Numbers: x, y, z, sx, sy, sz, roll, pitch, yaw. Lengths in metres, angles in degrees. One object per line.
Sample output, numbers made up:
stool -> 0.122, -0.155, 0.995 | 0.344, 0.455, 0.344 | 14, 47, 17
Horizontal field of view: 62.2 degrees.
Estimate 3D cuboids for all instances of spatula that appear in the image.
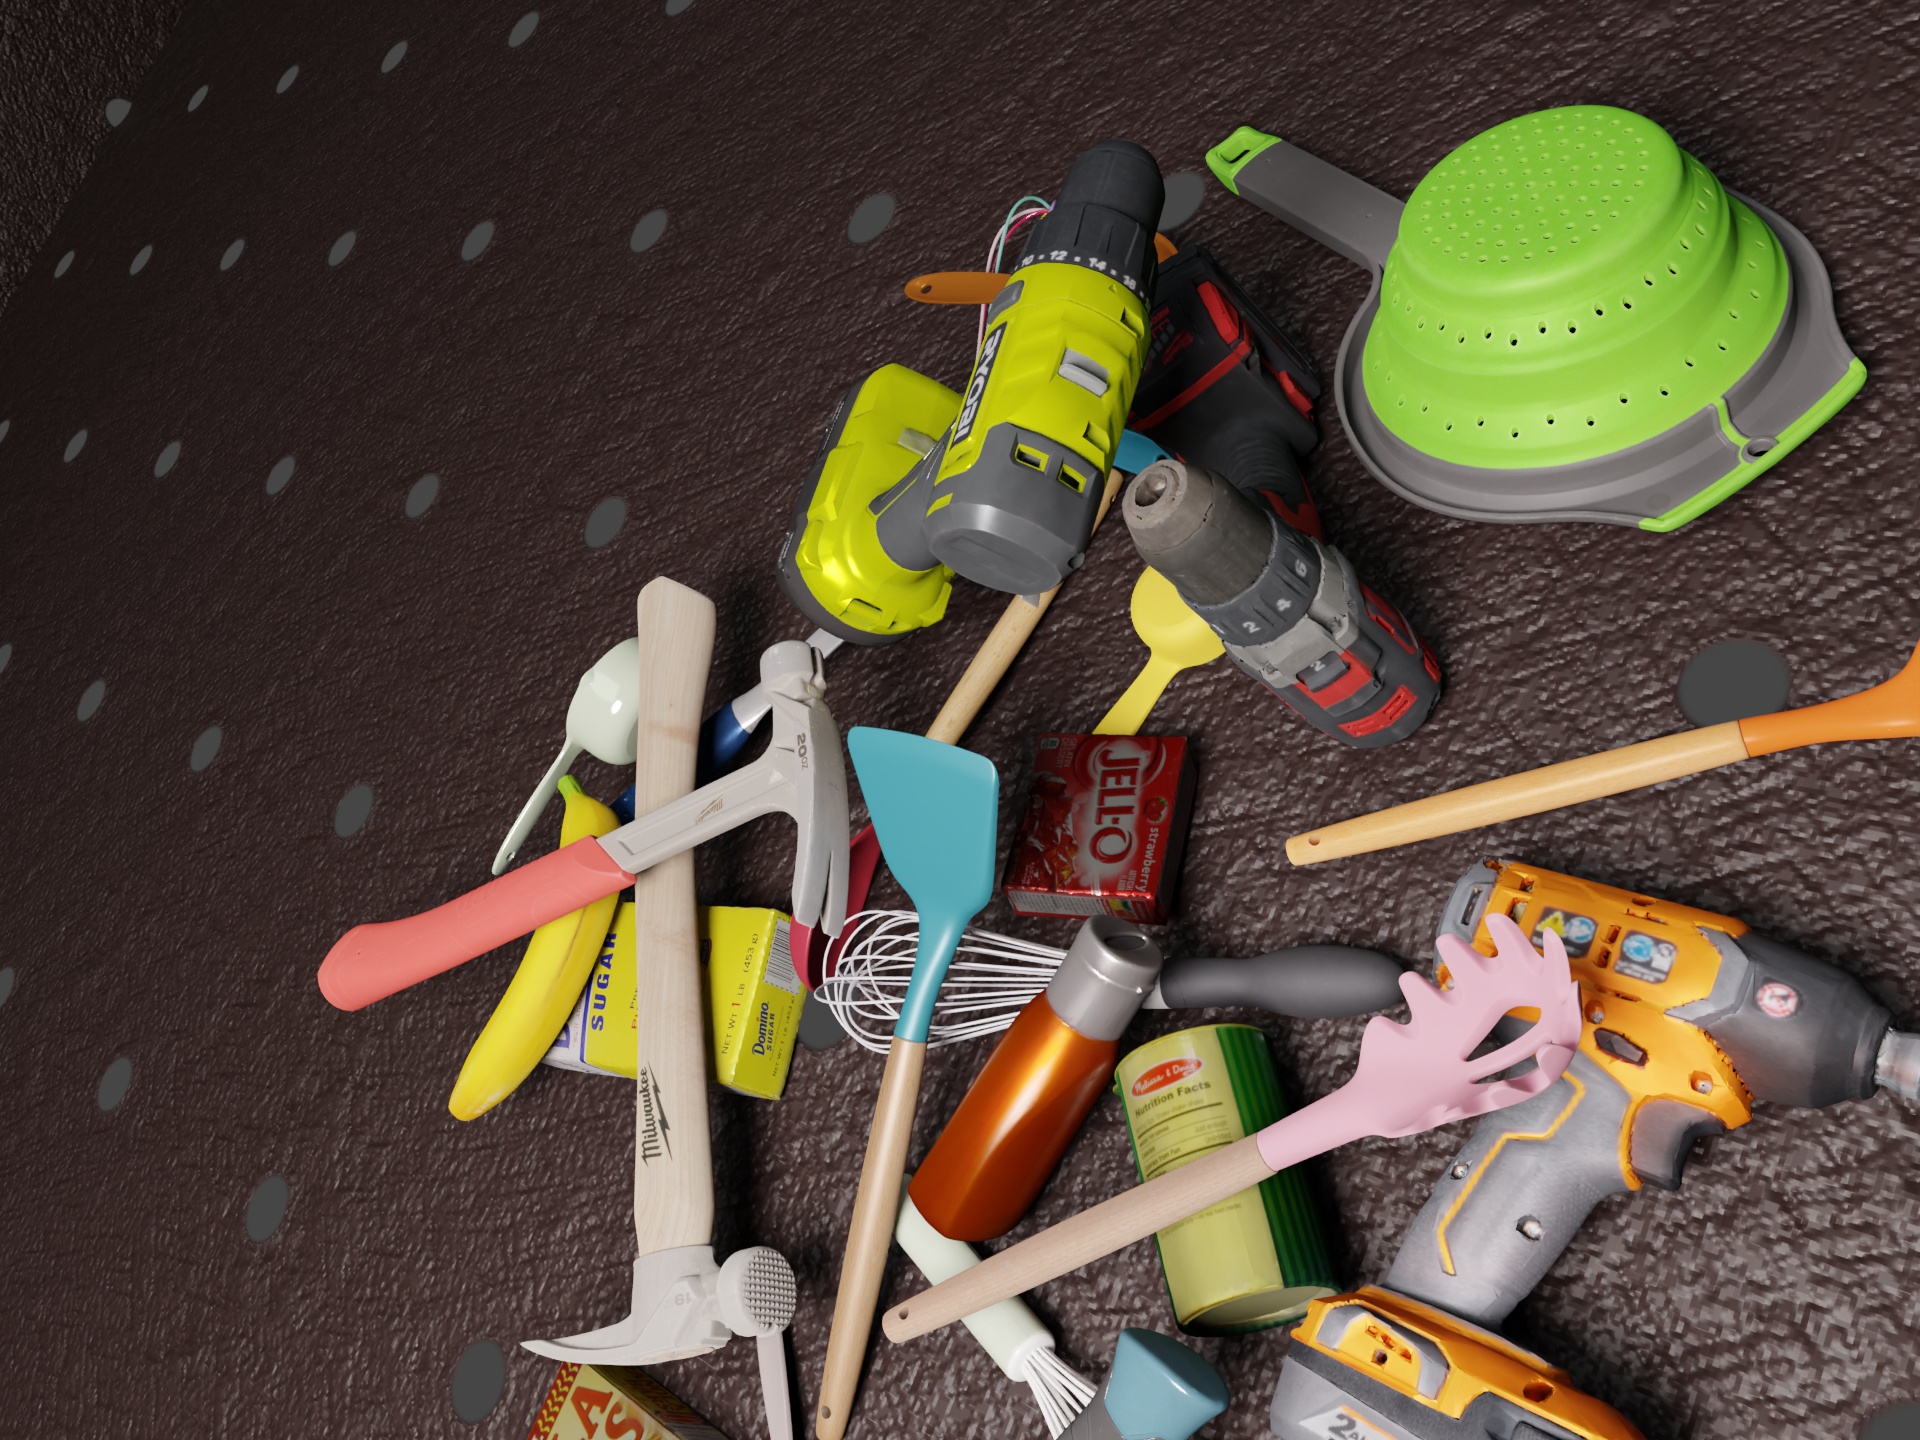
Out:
spatula -> -0.035, 0.164, 0.693 | 0.082, 0.044, 0.317 | 13, 93, 36
spatula -> 0.272, 0.009, 0.609 | 0.322, 0.041, 0.081 | -19, 57, 30

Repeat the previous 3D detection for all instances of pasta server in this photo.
pasta server -> 0.084, 0.163, 0.574 | 0.316, 0.040, 0.060 | -34, 38, 26

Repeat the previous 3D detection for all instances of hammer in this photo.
hammer -> -0.114, -0.006, 0.888 | 0.405, 0.035, 0.144 | -41, 43, 19
hammer -> -0.157, 0.110, 0.817 | 0.146, 0.038, 0.411 | -23, 57, 29
hammer -> -0.013, 0.350, 0.600 | 0.331, 0.033, 0.128 | -54, 46, 16
hammer -> -0.204, 0.091, 0.812 | 0.359, 0.036, 0.149 | -25, 54, 28

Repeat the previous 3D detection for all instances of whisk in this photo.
whisk -> 0.035, 0.265, 0.650 | 0.059, 0.057, 0.247 | -28, 38, -23
whisk -> 0.056, 0.118, 0.707 | 0.285, 0.070, 0.070 | -5, 63, 30
whisk -> 0.017, -0.197, 0.918 | 0.047, 0.051, 0.245 | 12, 77, 35

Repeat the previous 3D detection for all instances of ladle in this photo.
ladle -> -0.001, -0.003, 0.821 | 0.031, 0.069, 0.315 | 30, 79, 18

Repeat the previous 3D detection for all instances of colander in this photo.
colander -> 0.217, -0.234, 0.732 | 0.204, 0.094, 0.398 | -37, 44, 0

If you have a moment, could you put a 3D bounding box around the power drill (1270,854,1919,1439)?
power drill -> 0.216, 0.166, 0.538 | 0.164, 0.084, 0.226 | 14, 71, 41

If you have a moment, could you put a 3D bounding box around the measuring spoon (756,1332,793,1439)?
measuring spoon -> -0.077, 0.311, 0.728 | 0.034, 0.018, 0.124 | -53, 36, 31

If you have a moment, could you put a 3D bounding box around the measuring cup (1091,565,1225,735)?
measuring cup -> 0.082, -0.017, 0.775 | 0.062, 0.029, 0.156 | 34, 88, 43

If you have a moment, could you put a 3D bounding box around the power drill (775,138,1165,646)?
power drill -> 0.007, -0.132, 0.697 | 0.228, 0.080, 0.191 | -22, 47, 63

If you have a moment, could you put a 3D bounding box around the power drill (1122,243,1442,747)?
power drill -> 0.117, -0.107, 0.696 | 0.080, 0.187, 0.227 | -35, 46, 25

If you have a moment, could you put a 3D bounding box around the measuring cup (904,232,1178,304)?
measuring cup -> 0.050, -0.224, 0.884 | 0.174, 0.052, 0.095 | 12, 73, 31

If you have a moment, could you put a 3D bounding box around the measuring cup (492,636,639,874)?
measuring cup -> -0.221, 0.029, 0.950 | 0.038, 0.083, 0.167 | 32, 86, 14

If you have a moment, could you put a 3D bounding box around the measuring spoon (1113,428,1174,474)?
measuring spoon -> 0.075, -0.156, 0.869 | 0.129, 0.021, 0.042 | 29, 117, 35
